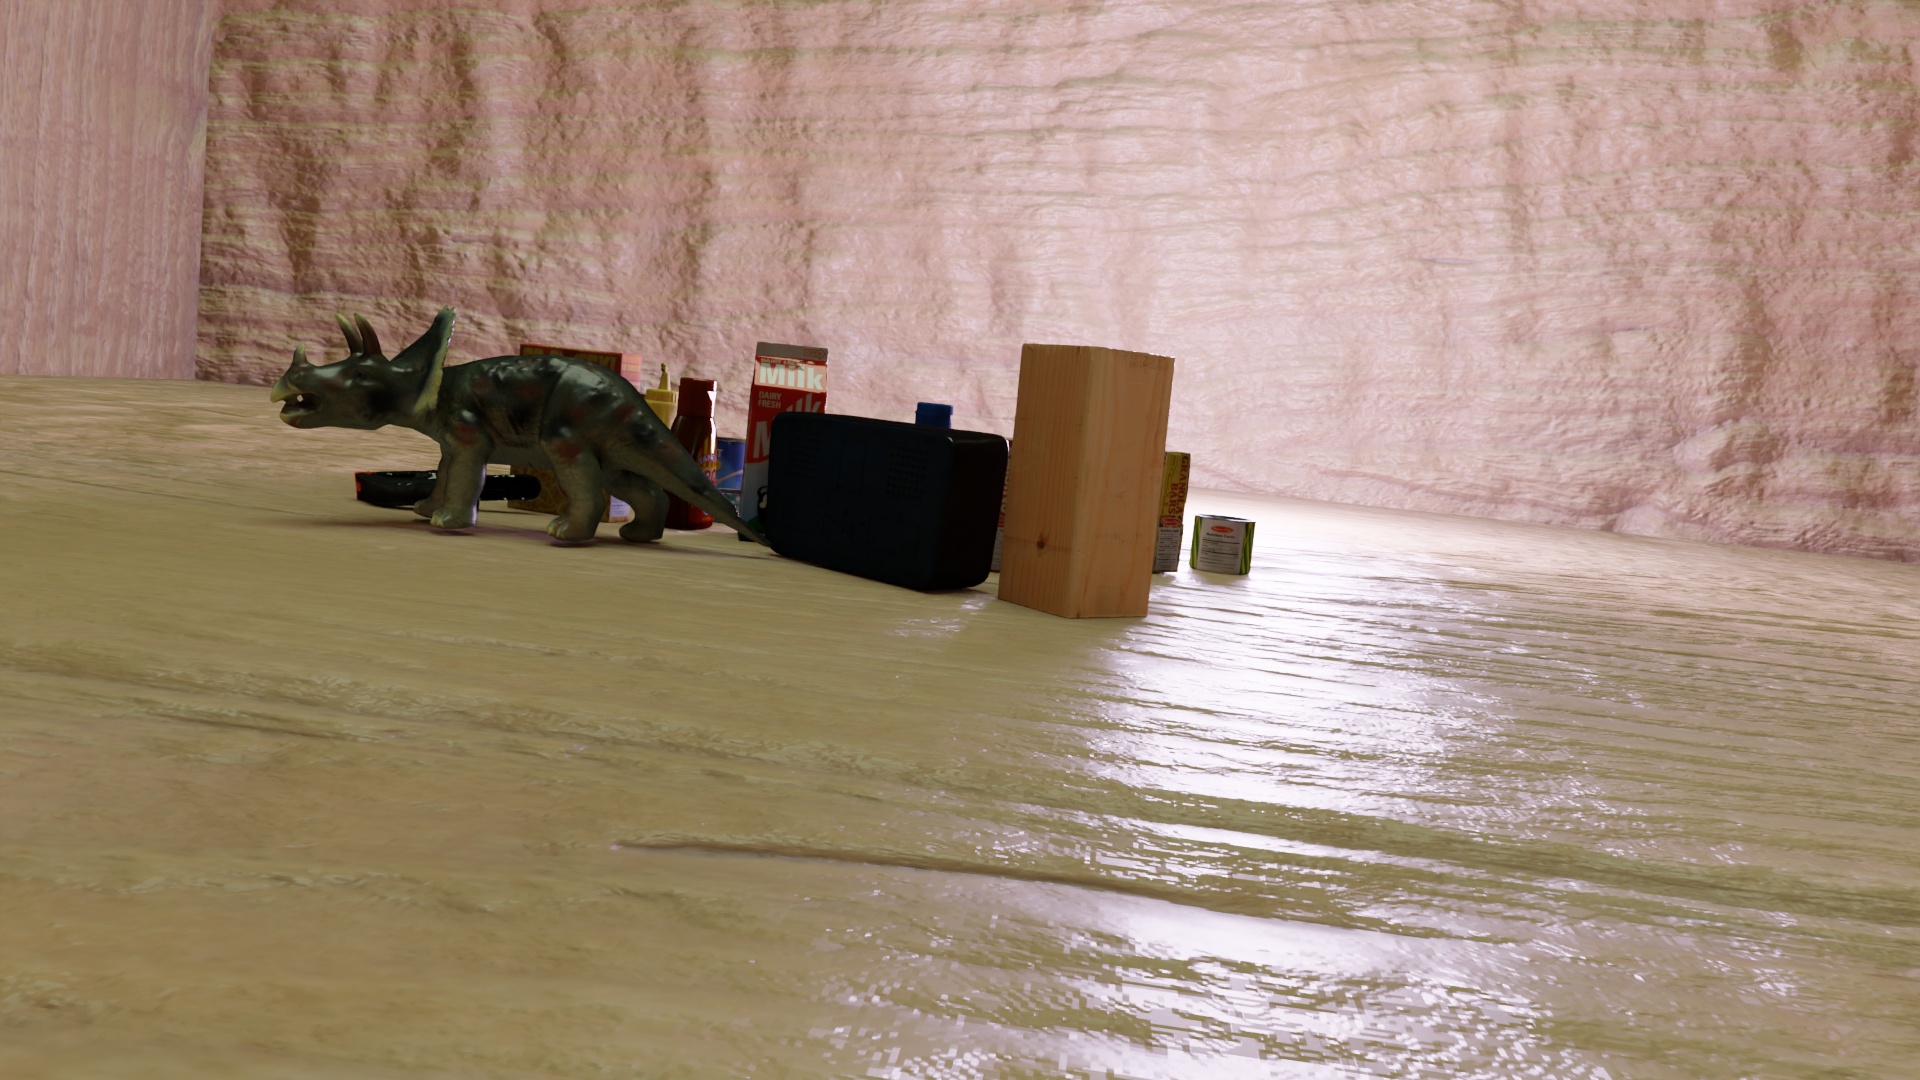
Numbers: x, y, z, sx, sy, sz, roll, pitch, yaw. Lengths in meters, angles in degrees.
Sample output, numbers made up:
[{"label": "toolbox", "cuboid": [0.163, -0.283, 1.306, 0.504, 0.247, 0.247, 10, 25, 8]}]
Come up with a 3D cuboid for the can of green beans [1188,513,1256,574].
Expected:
[{"label": "can of green beans", "cuboid": [0.279, 0.003, 1.482, 0.071, 0.057, 0.071, 6, 6, 0]}]

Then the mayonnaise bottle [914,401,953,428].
[{"label": "mayonnaise bottle", "cuboid": [-0.031, -0.061, 1.360, 0.041, 0.148, 0.065, 6, 6, 2]}]

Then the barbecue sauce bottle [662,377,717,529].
[{"label": "barbecue sauce bottle", "cuboid": [-0.266, -0.087, 1.377, 0.044, 0.148, 0.065, 8, 6, 18]}]

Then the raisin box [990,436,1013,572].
[{"label": "raisin box", "cuboid": [0.037, -0.036, 1.309, 0.040, 0.123, 0.086, 6, 6, 4]}]

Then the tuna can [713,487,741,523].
[{"label": "tuna can", "cuboid": [-0.239, -0.036, 1.476, 0.071, 0.032, 0.071, 6, 6, 0]}]

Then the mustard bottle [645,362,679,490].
[{"label": "mustard bottle", "cuboid": [-0.336, -0.119, 1.553, 0.049, 0.160, 0.065, 7, 6, 11]}]

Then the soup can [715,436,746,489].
[{"label": "soup can", "cuboid": [-0.269, -0.073, 1.549, 0.071, 0.083, 0.071, 6, 6, 0]}]

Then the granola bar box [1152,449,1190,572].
[{"label": "granola bar box", "cuboid": [0.166, -0.039, 1.459, 0.039, 0.124, 0.165, 2, 7, -36]}]

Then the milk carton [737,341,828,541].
[{"label": "milk carton", "cuboid": [-0.172, -0.095, 1.347, 0.072, 0.190, 0.073, 5, 6, -11]}]

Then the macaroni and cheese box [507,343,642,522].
[{"label": "macaroni and cheese box", "cuboid": [-0.384, -0.108, 1.382, 0.124, 0.166, 0.040, 8, 6, 21]}]
